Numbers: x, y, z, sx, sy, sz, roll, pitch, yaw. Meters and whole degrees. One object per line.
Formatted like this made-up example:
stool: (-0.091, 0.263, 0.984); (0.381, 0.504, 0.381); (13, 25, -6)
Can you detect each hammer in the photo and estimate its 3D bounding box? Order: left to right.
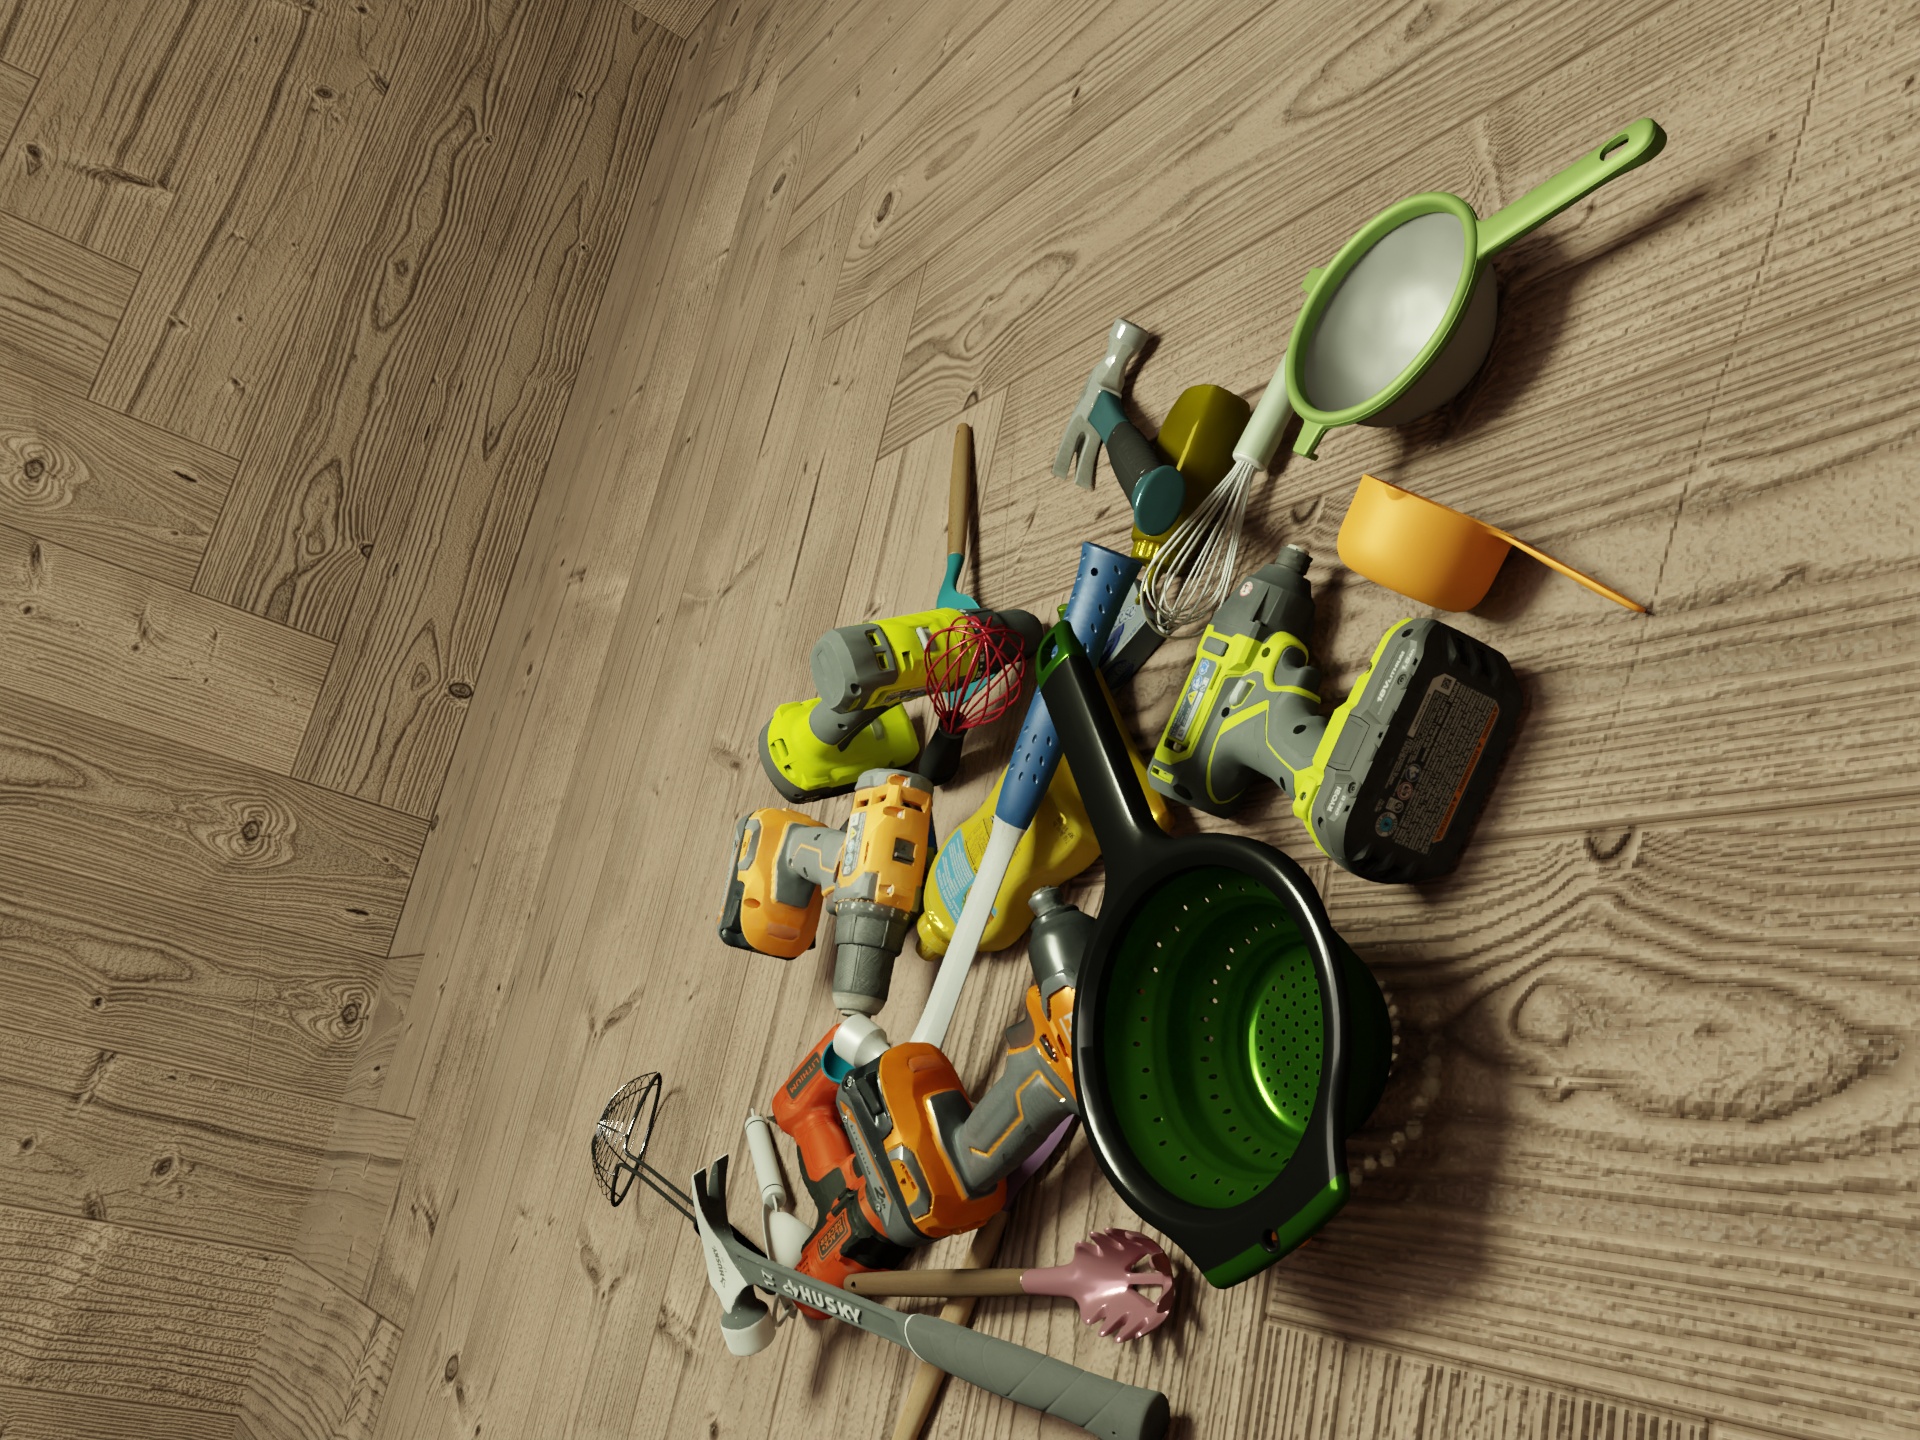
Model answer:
hammer: (-0.036, 0.372, 0.985); (0.409, 0.036, 0.149); (-1, 108, 46)
hammer: (0.035, 0.080, 1.063); (0.144, 0.035, 0.405); (28, 103, 34)
hammer: (0.118, -0.201, 1.149); (0.331, 0.033, 0.128); (-96, 30, -66)

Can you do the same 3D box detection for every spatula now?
spatula: (0.005, -0.155, 1.411); (0.082, 0.044, 0.318); (-42, 32, 40)
spatula: (0.017, 0.341, 1.035); (0.060, 0.018, 0.316); (22, 89, 61)

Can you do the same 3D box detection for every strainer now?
strainer: (-0.146, 0.383, 1.266); (0.259, 0.050, 0.086); (-127, 20, -64)
strainer: (0.300, -0.250, 0.912); (0.256, 0.069, 0.152); (-29, 44, 49)

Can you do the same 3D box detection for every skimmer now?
skimmer: (-0.231, 0.416, 1.402); (0.363, 0.090, 0.127); (15, 88, 52)

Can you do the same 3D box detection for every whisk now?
whisk: (-0.002, -0.004, 1.180); (0.295, 0.073, 0.073); (111, 170, -68)
whisk: (0.191, -0.166, 1.070); (0.246, 0.059, 0.058); (-62, 11, -1)

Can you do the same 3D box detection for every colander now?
colander: (0.134, 0.102, 0.875); (0.204, 0.094, 0.398); (-52, 42, 36)

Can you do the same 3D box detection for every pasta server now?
pasta server: (0.019, 0.347, 0.980); (0.316, 0.040, 0.060); (-22, 66, 46)

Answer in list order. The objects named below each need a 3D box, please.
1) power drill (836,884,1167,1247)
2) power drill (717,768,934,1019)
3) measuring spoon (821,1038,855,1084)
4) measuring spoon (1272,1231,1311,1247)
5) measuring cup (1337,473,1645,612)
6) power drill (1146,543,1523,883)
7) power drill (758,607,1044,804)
power drill: (0.027, 0.214, 0.977); (0.226, 0.084, 0.164); (-38, 66, 33)
power drill: (-0.107, 0.143, 1.250); (0.226, 0.084, 0.185); (-17, 59, 53)
measuring spoon: (-0.064, 0.276, 1.127); (0.042, 0.021, 0.129); (-27, 45, -1)
measuring spoon: (0.151, 0.275, 0.861); (0.117, 0.011, 0.021); (-26, 50, 56)
measuring cup: (0.274, -0.075, 0.839); (0.174, 0.095, 0.052); (39, 112, 42)
power drill: (0.203, -0.009, 0.904); (0.171, 0.080, 0.223); (-67, 25, 4)
power drill: (-0.053, -0.020, 1.277); (0.228, 0.190, 0.080); (-44, 64, 54)
